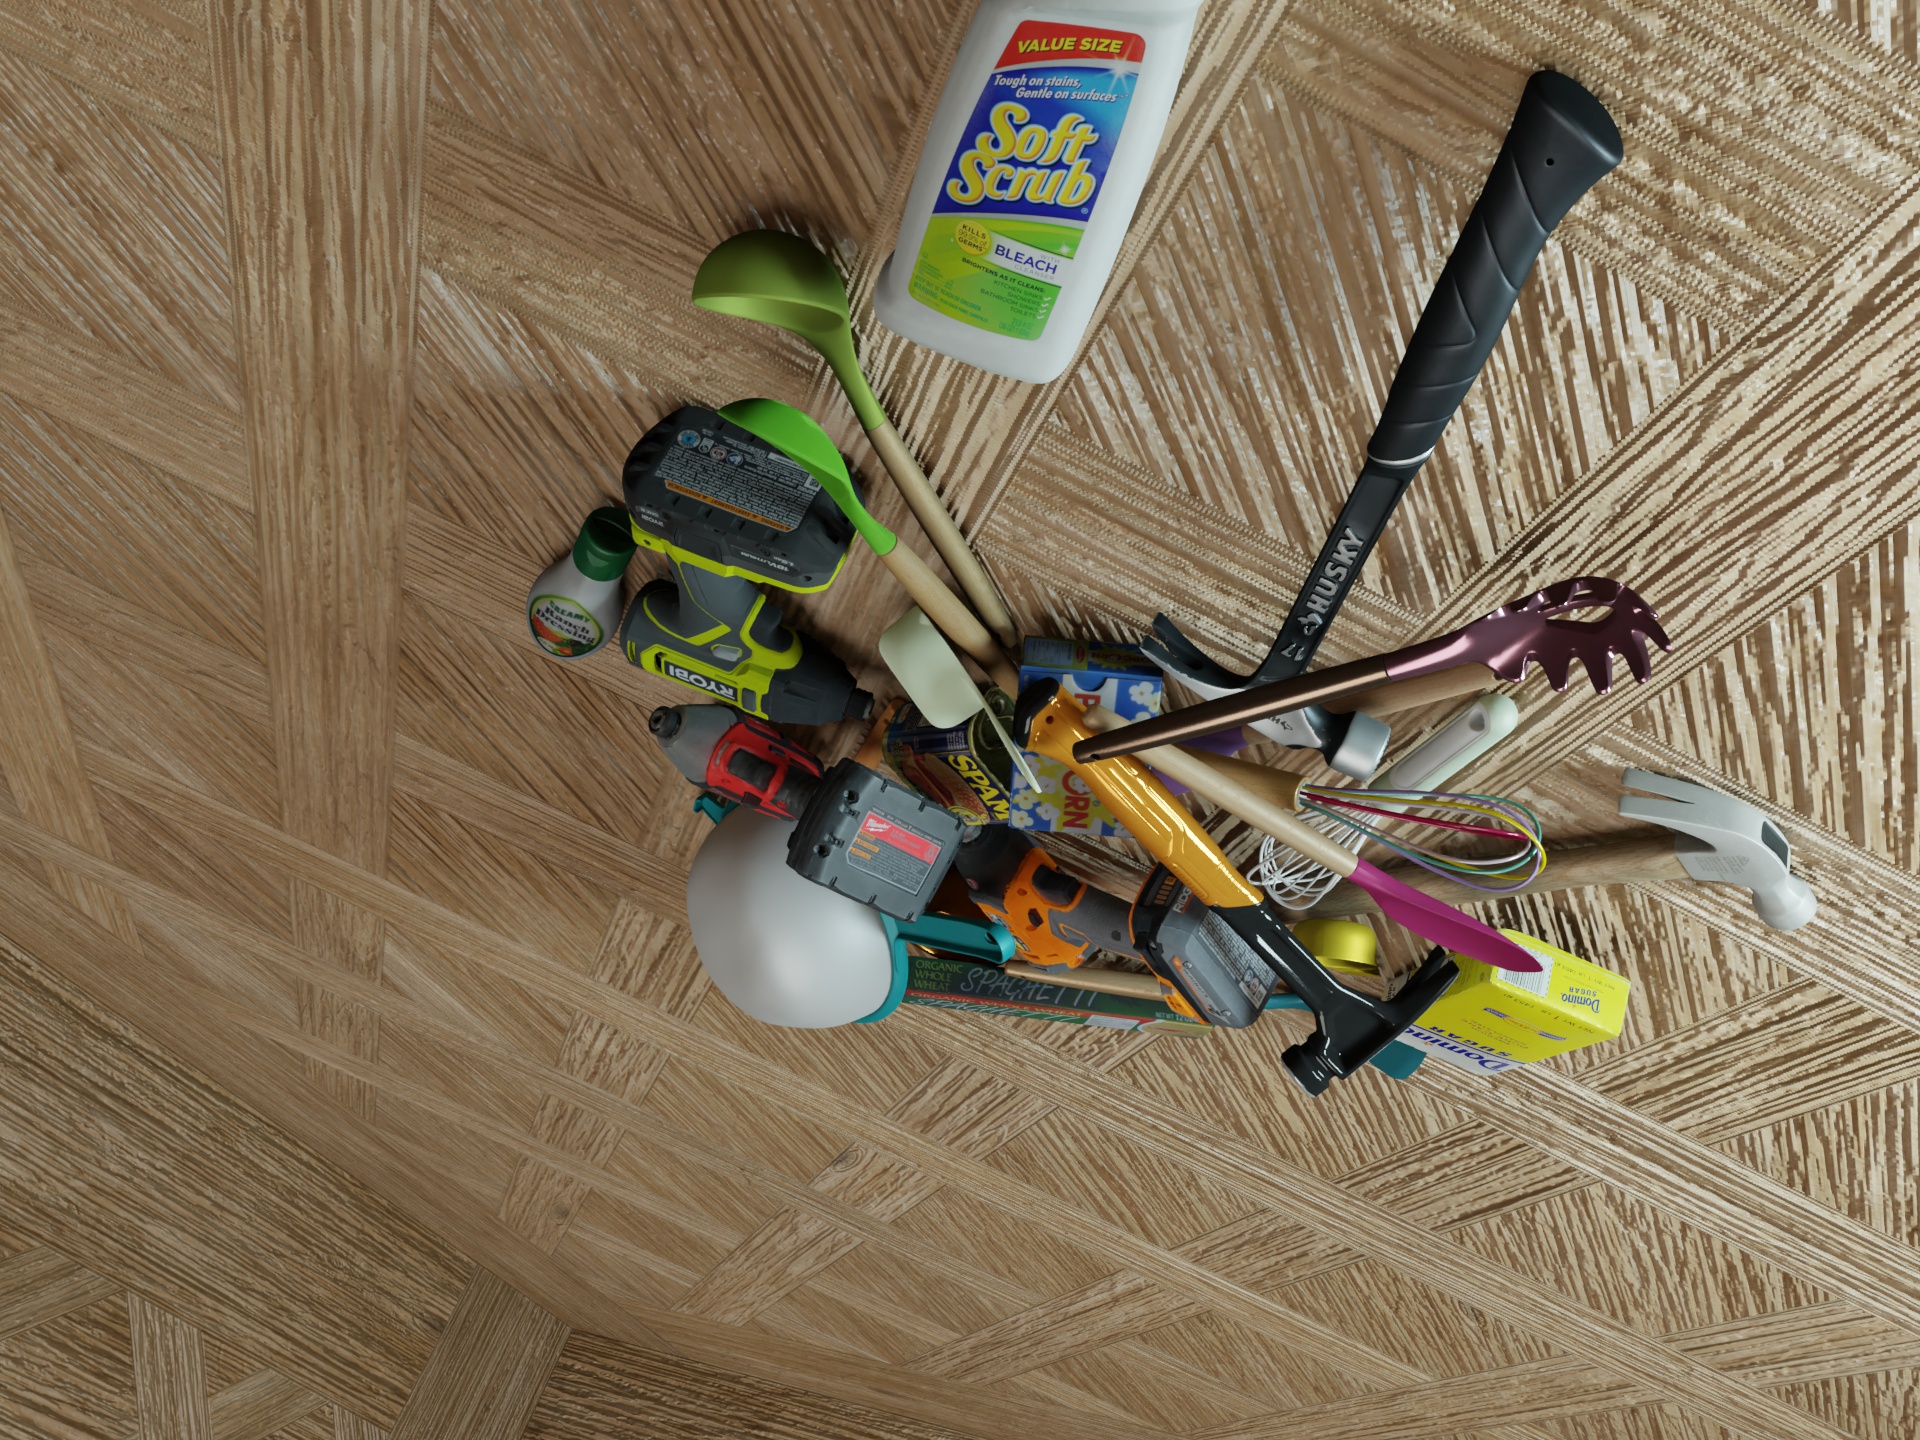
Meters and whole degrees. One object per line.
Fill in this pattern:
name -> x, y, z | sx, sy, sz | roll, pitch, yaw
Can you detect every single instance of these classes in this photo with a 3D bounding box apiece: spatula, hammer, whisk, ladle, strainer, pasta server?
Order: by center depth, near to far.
hammer -> 0.198, -0.119, 0.757 | 0.149, 0.036, 0.408 | 25, 144, 8
pasta server -> 0.192, -0.015, 0.809 | 0.316, 0.040, 0.060 | -17, 128, 32
ladle -> -0.041, -0.136, 0.871 | 0.078, 0.062, 0.319 | 10, 148, 37
whisk -> 0.220, 0.045, 0.926 | 0.245, 0.051, 0.047 | 16, 169, 36
spatula -> 0.195, 0.004, 0.956 | 0.316, 0.018, 0.059 | -18, 120, 46
whisk -> 0.252, 0.051, 0.966 | 0.059, 0.058, 0.246 | -2, 152, -27
hammer -> 0.159, 0.090, 0.966 | 0.127, 0.034, 0.336 | -42, 109, 10
hammer -> 0.334, 0.096, 0.990 | 0.331, 0.031, 0.130 | -14, 132, 43
strainer -> -0.103, 0.164, 1.180 | 0.340, 0.095, 0.211 | 1, 116, 49
spatula -> -0.100, 0.073, 1.208 | 0.081, 0.041, 0.322 | 47, 145, 9
spatula -> 0.190, 0.219, 1.210 | 0.317, 0.044, 0.082 | 8, 149, 3

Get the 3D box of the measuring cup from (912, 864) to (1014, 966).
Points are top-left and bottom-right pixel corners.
measuring cup -> -0.035, 0.147, 1.257 | 0.174, 0.052, 0.095 | 5, 147, 22

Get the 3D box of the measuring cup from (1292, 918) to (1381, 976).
measuring cup -> 0.268, 0.158, 1.096 | 0.062, 0.029, 0.156 | 0, 167, 26

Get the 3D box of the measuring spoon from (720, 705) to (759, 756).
measuring spoon -> -0.151, 0.024, 1.201 | 0.034, 0.018, 0.124 | 0, 147, 34

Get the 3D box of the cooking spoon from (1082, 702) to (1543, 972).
cooking spoon -> 0.207, 0.073, 0.928 | 0.318, 0.017, 0.069 | 30, 164, -11

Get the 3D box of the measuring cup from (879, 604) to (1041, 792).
measuring cup -> -0.002, -0.003, 0.950 | 0.038, 0.168, 0.083 | -34, 136, 1

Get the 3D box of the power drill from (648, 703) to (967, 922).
power drill -> -0.112, 0.048, 1.068 | 0.143, 0.078, 0.220 | 31, 176, -43

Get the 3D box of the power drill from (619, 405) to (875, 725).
power drill -> -0.129, -0.079, 0.987 | 0.171, 0.080, 0.223 | 21, 150, 5

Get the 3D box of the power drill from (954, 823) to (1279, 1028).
power drill -> 0.096, 0.128, 1.109 | 0.227, 0.084, 0.164 | 8, 146, 46

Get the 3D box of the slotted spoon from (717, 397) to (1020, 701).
slotted spoon -> -0.031, -0.087, 0.901 | 0.070, 0.031, 0.313 | 33, 172, 42
